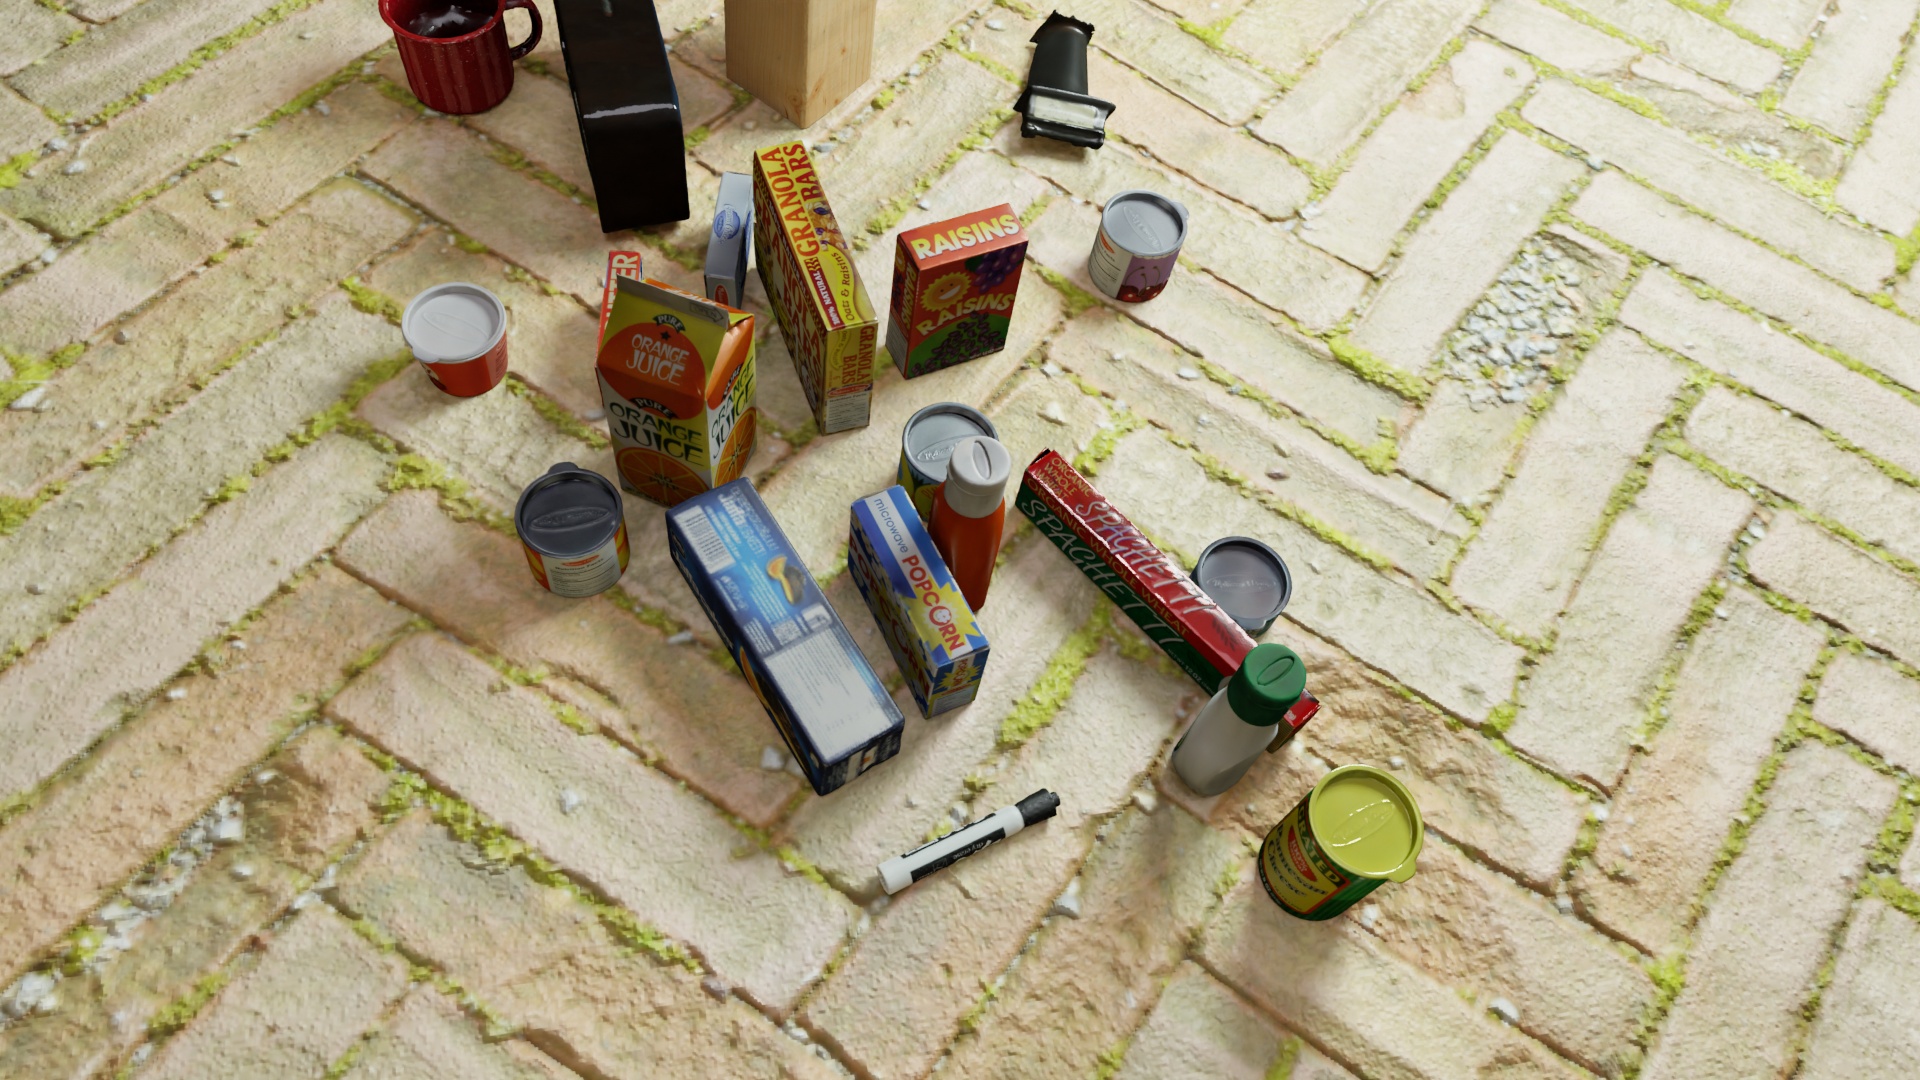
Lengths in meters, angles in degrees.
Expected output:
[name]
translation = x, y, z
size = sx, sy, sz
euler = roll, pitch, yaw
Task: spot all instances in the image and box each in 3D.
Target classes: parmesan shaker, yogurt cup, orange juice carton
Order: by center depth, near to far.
[parmesan shaker]
translation = 0.224, 0.184, 0.822
size = 0.071, 0.102, 0.071
euler = 3, 60, -6
[orange juice carton]
translation = -0.176, -0.096, 0.878
size = 0.072, 0.191, 0.073
euler = 20, 60, 4
[yogurt cup]
translation = -0.345, -0.136, 0.959
size = 0.072, 0.053, 0.073
euler = 3, 60, -6

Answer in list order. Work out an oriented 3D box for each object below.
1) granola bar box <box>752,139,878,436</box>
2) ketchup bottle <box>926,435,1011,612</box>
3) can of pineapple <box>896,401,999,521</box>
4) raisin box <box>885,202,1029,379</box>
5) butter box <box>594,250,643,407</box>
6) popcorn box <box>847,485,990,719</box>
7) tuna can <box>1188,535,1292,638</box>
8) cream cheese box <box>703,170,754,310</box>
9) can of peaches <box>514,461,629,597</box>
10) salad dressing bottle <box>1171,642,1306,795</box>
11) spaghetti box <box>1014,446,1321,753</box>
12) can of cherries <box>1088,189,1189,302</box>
[granola bar box]
translation = -0.104, -0.175, 0.972
size = 0.039, 0.123, 0.166
euler = -15, 64, -15
[ketchup bottle]
translation = 0.003, -0.011, 0.878
size = 0.043, 0.148, 0.065
euler = -9, 62, -12
[can of pineapple]
translation = -0.009, -0.051, 0.952
size = 0.071, 0.057, 0.071
euler = 3, 60, -6
[raisin box]
translation = -0.004, -0.176, 0.987
size = 0.086, 0.122, 0.040
euler = -19, 65, -17
[butter box]
translation = -0.239, -0.149, 0.981
size = 0.024, 0.053, 0.104
euler = 2, 60, -6
[popcorn box]
translation = -0.030, 0.039, 0.882
size = 0.038, 0.084, 0.127
euler = -21, 65, -18
[tuna can]
translation = 0.189, 0.035, 0.943
size = 0.071, 0.032, 0.071
euler = 3, 60, -6
[cream cheese box]
translation = -0.171, -0.217, 1.028
size = 0.024, 0.053, 0.104
euler = 6, 60, -4
[can of peaches]
translation = -0.249, -0.006, 0.895
size = 0.071, 0.057, 0.071
euler = 3, 60, -6
[salad dressing bottle]
translation = 0.167, 0.108, 0.833
size = 0.064, 0.147, 0.044
euler = -32, 69, -22
[spaghetti box]
translation = 0.132, 0.038, 0.925
size = 0.029, 0.050, 0.250
euler = -37, 71, -24
[can of cherries]
translation = 0.138, -0.227, 1.072
size = 0.071, 0.058, 0.072
euler = 3, 60, -6
